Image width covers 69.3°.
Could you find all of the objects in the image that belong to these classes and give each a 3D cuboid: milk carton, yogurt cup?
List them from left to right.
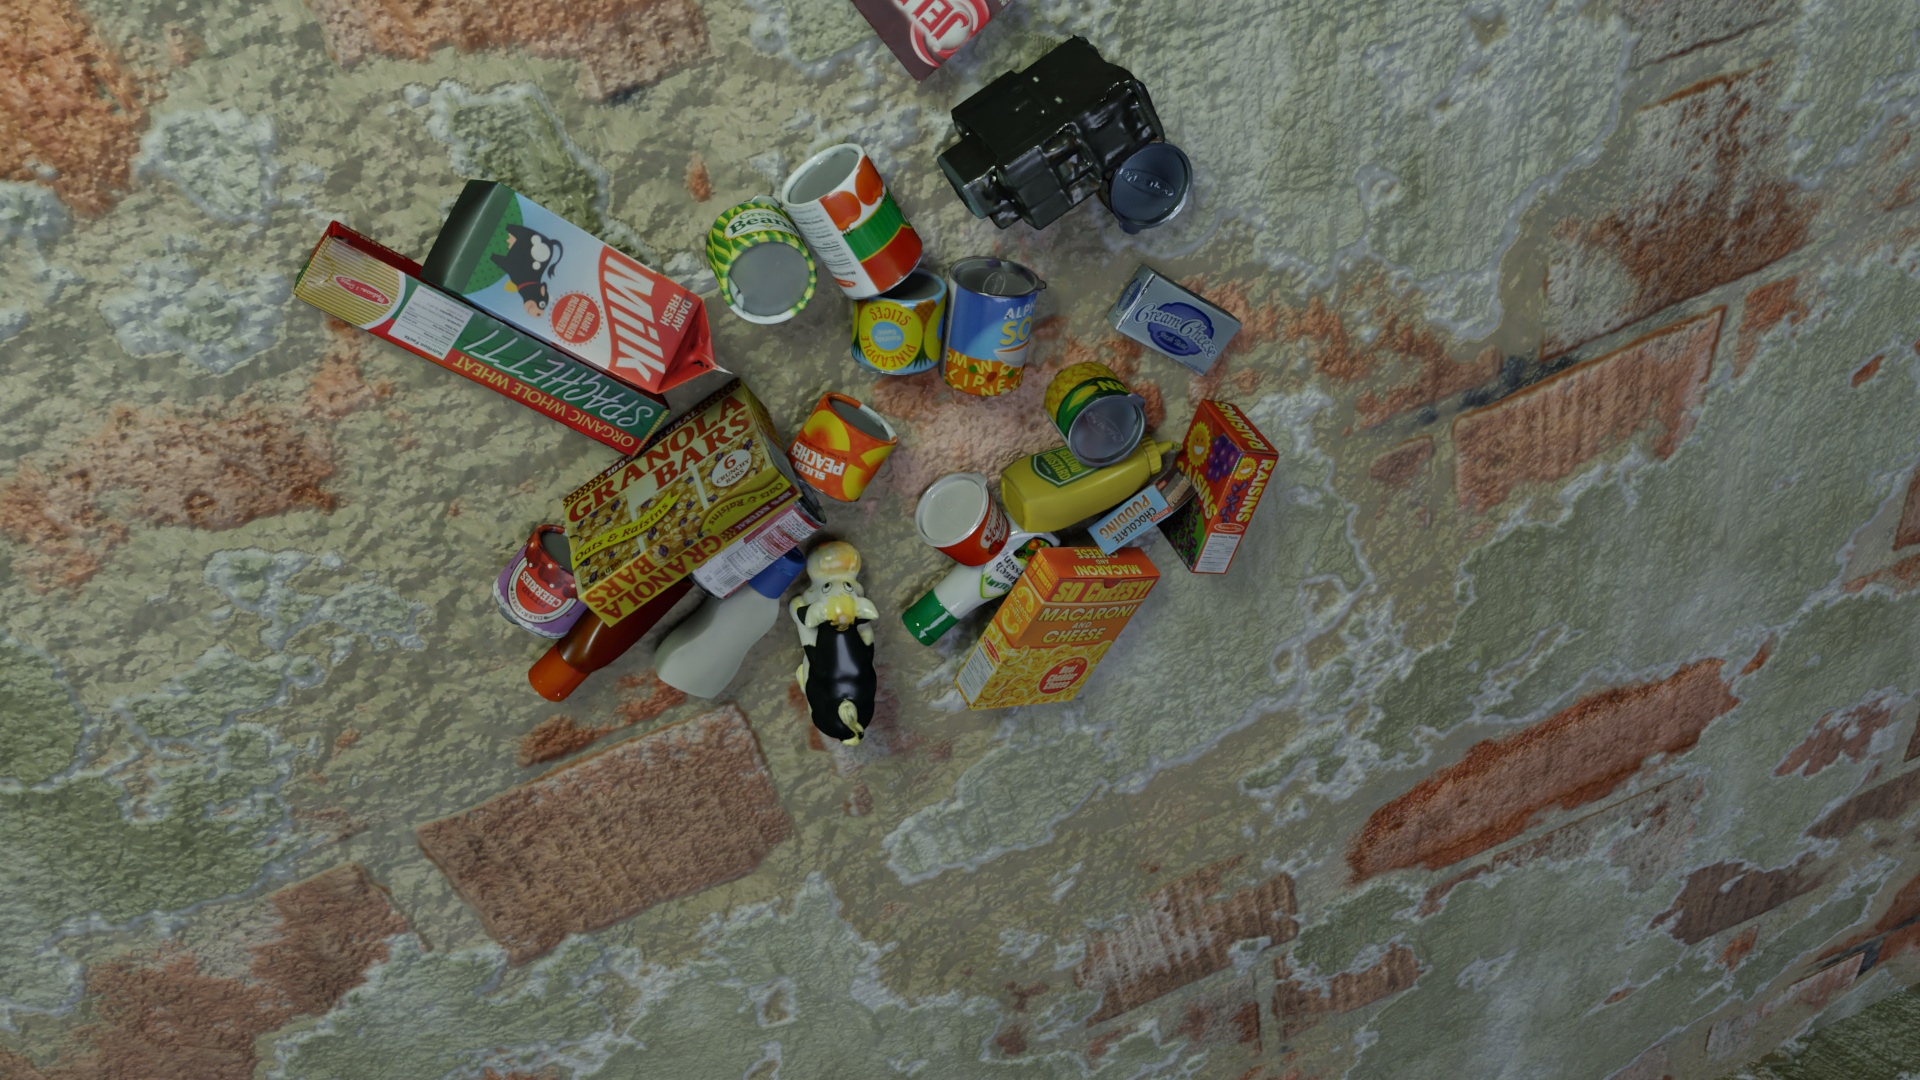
[{"bbox_3d":[-0.240,-0.155,0.905,0.190,0.072,0.073,28,87,-36],"label":"milk carton"},{"bbox_3d":[0.004,-0.014,1.133,0.072,0.072,0.054,-38,138,8],"label":"yogurt cup"}]

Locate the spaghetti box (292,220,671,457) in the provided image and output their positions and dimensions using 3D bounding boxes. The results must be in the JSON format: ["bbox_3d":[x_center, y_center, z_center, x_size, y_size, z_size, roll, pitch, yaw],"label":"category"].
[{"bbox_3d":[-0.314,-0.129,0.935,0.250,0.029,0.050,27,111,-36],"label":"spaghetti box"}]

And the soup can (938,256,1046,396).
[{"bbox_3d":[0.022,-0.158,1.028,0.071,0.071,0.083,-6,127,-19],"label":"soup can"}]

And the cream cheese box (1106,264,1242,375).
[{"bbox_3d":[0.171,-0.174,1.107,0.104,0.024,0.053,21,114,-33],"label":"cream cheese box"}]

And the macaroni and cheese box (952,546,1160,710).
[{"bbox_3d":[0.085,0.078,1.220,0.124,0.040,0.165,0,134,-39],"label":"macaroni and cheese box"}]

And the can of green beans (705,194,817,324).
[{"bbox_3d":[-0.136,-0.189,0.946,0.071,0.058,0.071,-11,128,-15],"label":"can of green beans"}]

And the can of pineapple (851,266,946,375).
[{"bbox_3d":[-0.045,-0.159,0.999,0.071,0.071,0.057,-6,126,-18],"label":"can of pineapple"}]

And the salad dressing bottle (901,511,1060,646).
[{"bbox_3d":[0.016,0.031,1.183,0.147,0.044,0.064,-40,134,10],"label":"salad dressing bottle"}]

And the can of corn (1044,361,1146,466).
[{"bbox_3d":[0.109,-0.104,1.111,0.071,0.058,0.070,-11,128,-14],"label":"can of corn"}]

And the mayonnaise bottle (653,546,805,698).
[{"bbox_3d":[-0.183,0.061,1.126,0.064,0.041,0.147,29,109,-37],"label":"mayonnaise bottle"}]

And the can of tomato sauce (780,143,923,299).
[{"bbox_3d":[-0.073,-0.219,0.946,0.071,0.071,0.083,-33,130,4],"label":"can of tomato sauce"}]

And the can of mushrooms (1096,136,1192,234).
[{"bbox_3d":[0.132,-0.263,1.018,0.071,0.033,0.070,-12,129,-15],"label":"can of mushrooms"}]

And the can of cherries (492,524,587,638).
[{"bbox_3d":[-0.304,0.031,1.032,0.071,0.072,0.058,30,109,-36],"label":"can of cherries"}]

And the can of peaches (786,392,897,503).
[{"bbox_3d":[-0.090,-0.070,1.046,0.071,0.071,0.058,23,113,-34],"label":"can of peaches"}]

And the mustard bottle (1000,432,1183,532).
[{"bbox_3d":[0.114,-0.057,1.149,0.161,0.065,0.048,-22,135,-16],"label":"mustard bottle"}]

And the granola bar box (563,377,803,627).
[{"bbox_3d":[-0.203,-0.031,0.992,0.165,0.125,0.039,-34,130,4],"label":"granola bar box"}]

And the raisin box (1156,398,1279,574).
[{"bbox_3d":[0.214,-0.045,1.181,0.040,0.086,0.122,5,123,-23],"label":"raisin box"}]

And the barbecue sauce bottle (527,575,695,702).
[{"bbox_3d":[-0.277,0.066,1.085,0.148,0.044,0.065,-43,154,14],"label":"barbecue sauce bottle"}]

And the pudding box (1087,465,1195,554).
[{"bbox_3d":[0.152,-0.025,1.173,0.083,0.050,0.030,-35,91,40],"label":"pudding box"}]
